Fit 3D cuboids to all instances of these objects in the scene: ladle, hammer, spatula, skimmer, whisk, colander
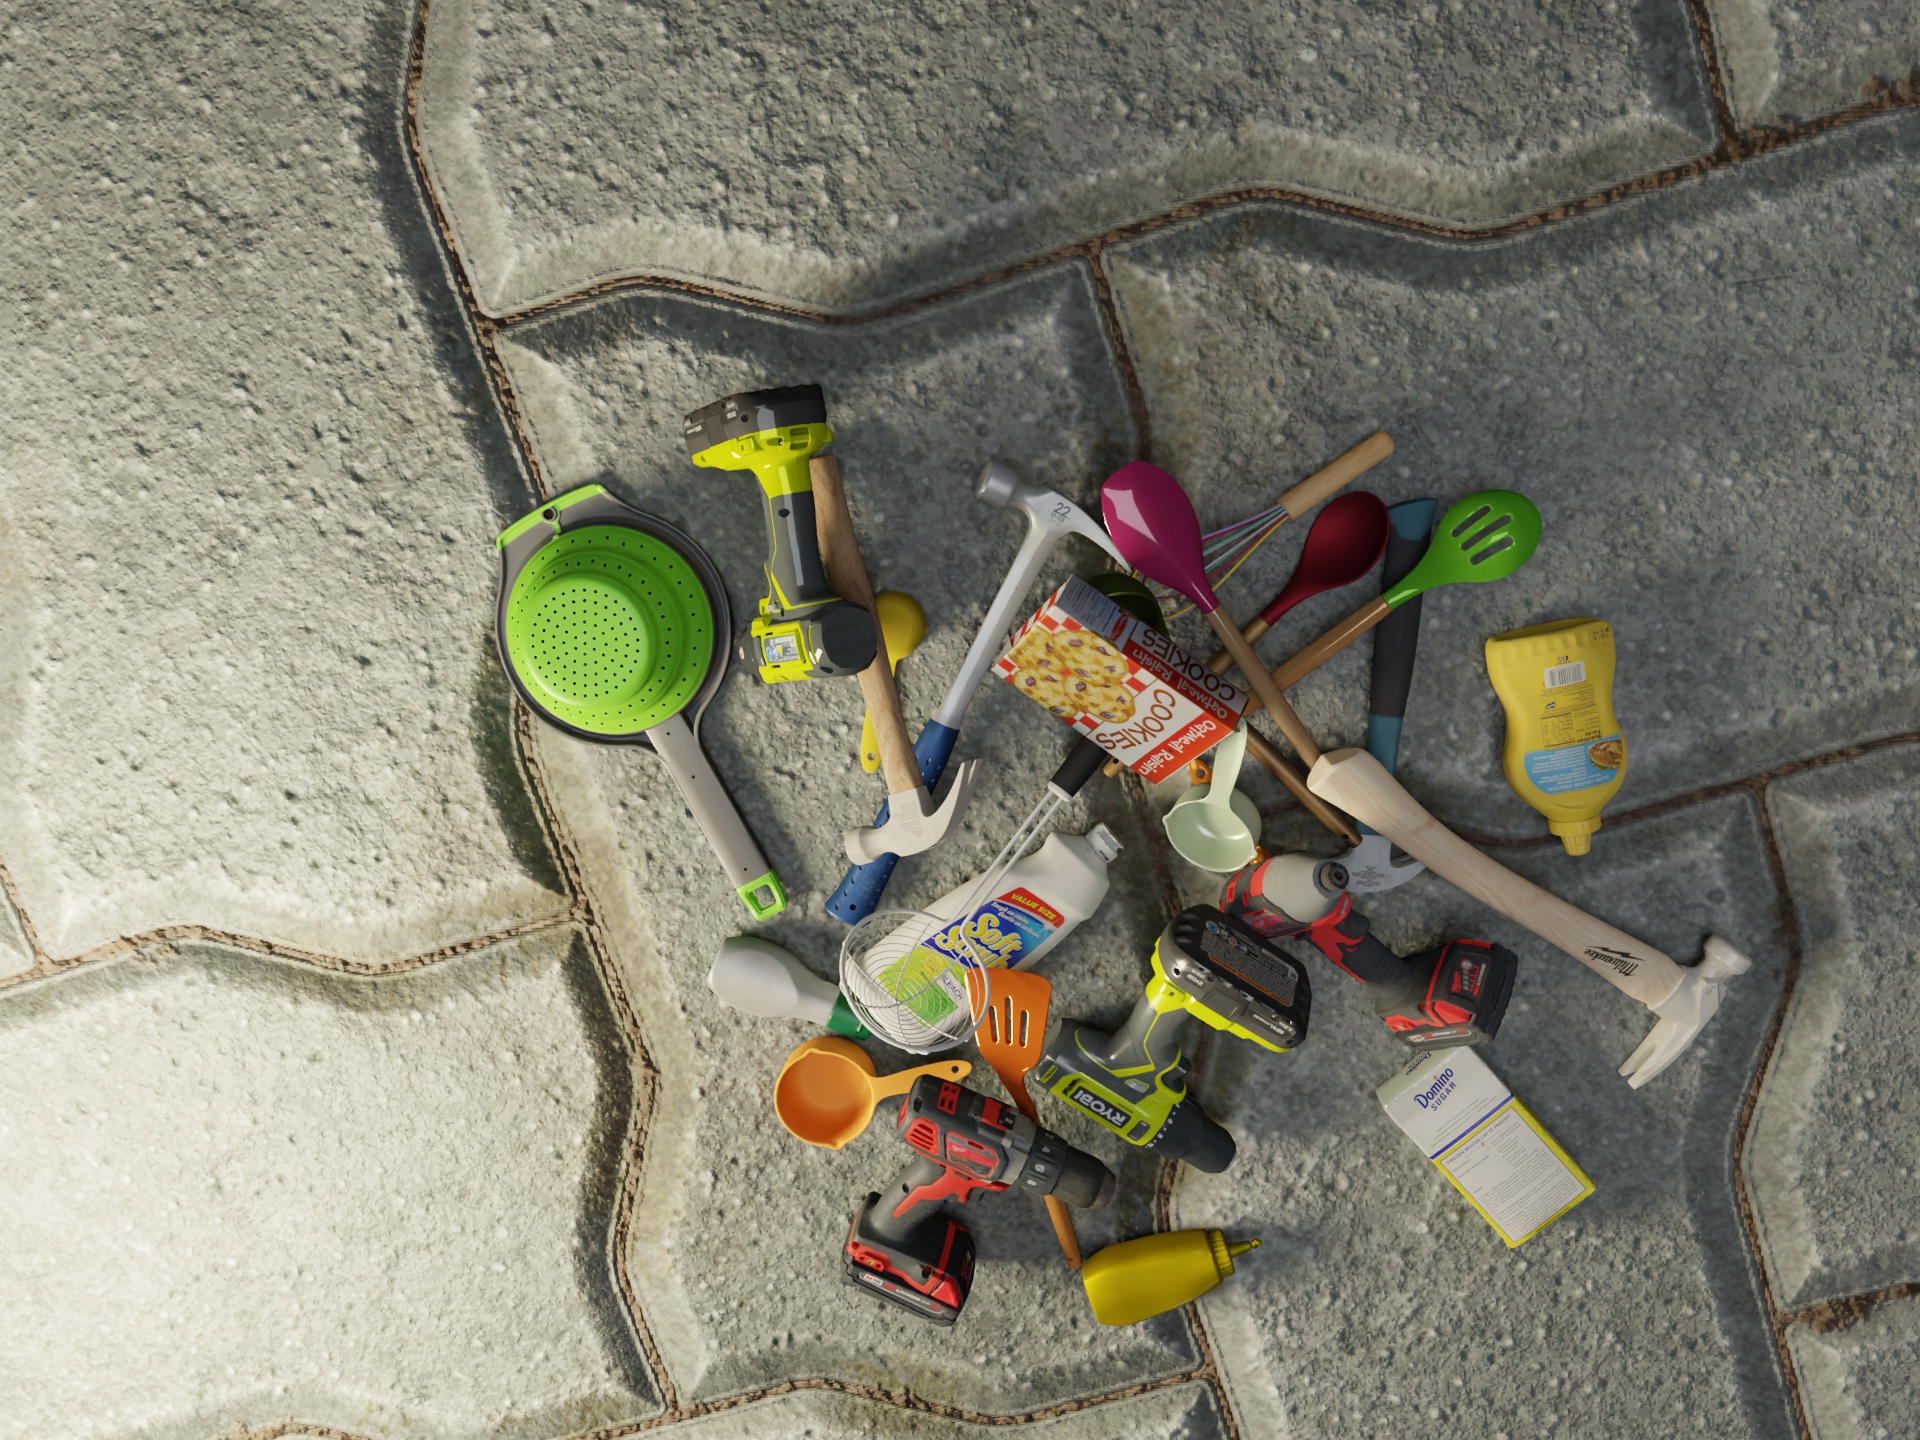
[{"bbox_3d":[0.208,0.000,1.276,0.320,0.062,0.078,43,131,-9],"label":"ladle"},{"bbox_3d":[0.351,-0.018,1.310,0.128,0.033,0.331,5,101,3],"label":"hammer"},{"bbox_3d":[0.068,0.349,1.362,0.081,0.041,0.322,2,123,30],"label":"spatula"},{"bbox_3d":[0.044,0.103,1.277,0.127,0.090,0.363,38,85,6],"label":"skimmer"},{"bbox_3d":[-0.072,-0.054,1.290,0.130,0.031,0.331,-16,89,28],"label":"hammer"},{"bbox_3d":[0.232,-0.063,1.307,0.315,0.031,0.069,-45,54,13],"label":"ladle"},{"bbox_3d":[-0.002,-0.004,1.323,0.144,0.035,0.405,24,104,-13],"label":"hammer"},{"bbox_3d":[0.241,-0.161,1.282,0.245,0.051,0.047,-34,57,3],"label":"whisk"},{"bbox_3d":[0.452,0.153,1.311,0.410,0.038,0.146,31,102,-11],"label":"hammer"},{"bbox_3d":[-0.256,0.001,1.313,0.204,0.094,0.397,-27,98,8],"label":"colander"}]

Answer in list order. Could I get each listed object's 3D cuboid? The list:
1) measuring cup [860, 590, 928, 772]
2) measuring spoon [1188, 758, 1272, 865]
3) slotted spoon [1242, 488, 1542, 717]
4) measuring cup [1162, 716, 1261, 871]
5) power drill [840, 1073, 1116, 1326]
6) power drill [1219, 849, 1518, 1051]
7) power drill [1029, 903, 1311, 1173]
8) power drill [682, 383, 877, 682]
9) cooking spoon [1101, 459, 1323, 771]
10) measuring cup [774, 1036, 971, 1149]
[{"bbox_3d":[-0.066,-0.030,1.329,0.062,0.029,0.156,9,99,1],"label":"measuring cup"},{"bbox_3d":[0.228,0.080,1.346,0.021,0.011,0.117,-34,98,9],"label":"measuring spoon"},{"bbox_3d":[0.322,-0.078,1.274,0.313,0.031,0.070,-38,74,22],"label":"slotted spoon"},{"bbox_3d":[0.216,0.052,1.293,0.083,0.038,0.167,21,132,17],"label":"measuring cup"},{"bbox_3d":[0.010,0.413,1.351,0.188,0.080,0.226,24,122,-2],"label":"power drill"},{"bbox_3d":[0.331,0.179,1.288,0.219,0.143,0.079,32,65,-9],"label":"power drill"},{"bbox_3d":[0.190,0.276,1.325,0.190,0.080,0.228,32,125,-3],"label":"power drill"},{"bbox_3d":[-0.147,-0.141,1.256,0.080,0.171,0.223,-14,97,-33],"label":"power drill"},{"bbox_3d":[0.214,-0.069,1.265,0.069,0.017,0.318,-37,104,-2],"label":"cooking spoon"},{"bbox_3d":[-0.075,0.311,1.388,0.173,0.052,0.095,-13,100,3],"label":"measuring cup"}]
